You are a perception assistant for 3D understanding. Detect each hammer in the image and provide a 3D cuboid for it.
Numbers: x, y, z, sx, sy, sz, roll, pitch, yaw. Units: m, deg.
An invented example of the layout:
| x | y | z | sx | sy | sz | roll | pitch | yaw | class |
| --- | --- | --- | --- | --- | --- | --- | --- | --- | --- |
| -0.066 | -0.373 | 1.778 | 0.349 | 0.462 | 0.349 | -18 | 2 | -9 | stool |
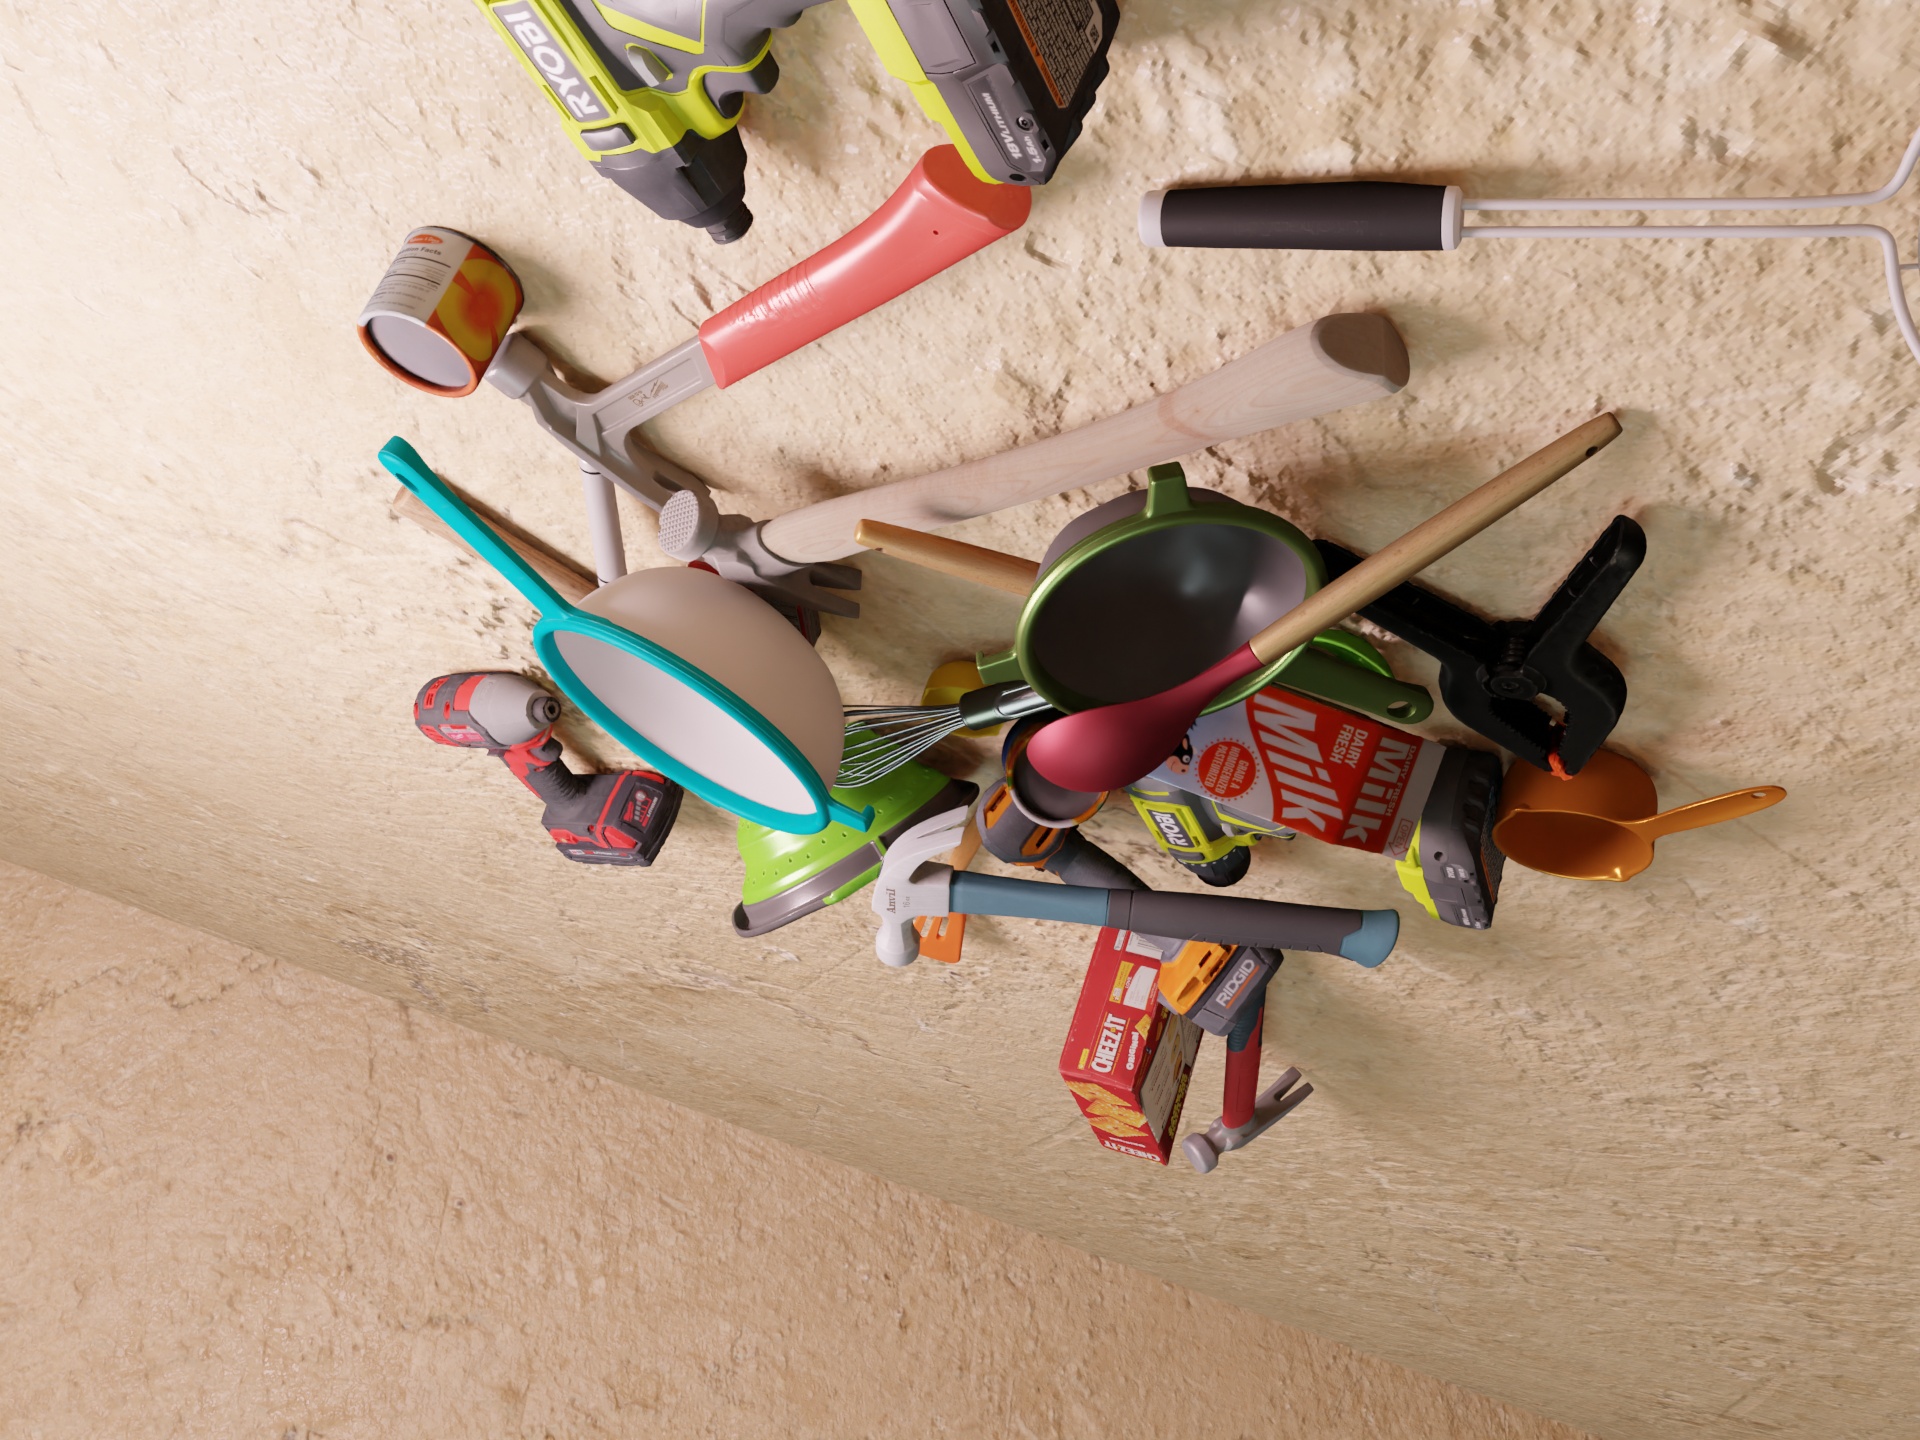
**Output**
| x | y | z | sx | sy | sz | roll | pitch | yaw | class |
| --- | --- | --- | --- | --- | --- | --- | --- | --- | --- |
| -0.239 | -0.070 | 1.108 | 0.331 | 0.031 | 0.130 | 34 | 151 | -28 | hammer |
| 0.033 | -0.120 | 0.800 | 0.411 | 0.038 | 0.146 | -11 | 160 | 40 | hammer |
| 0.264 | 0.277 | 1.410 | 0.038 | 0.143 | 0.385 | 47 | 160 | 34 | hammer |
| 0.108 | 0.121 | 1.013 | 0.331 | 0.033 | 0.128 | 5 | 131 | 6 | hammer |
| -0.093 | -0.184 | 0.777 | 0.149 | 0.037 | 0.359 | 36 | 150 | -32 | hammer |

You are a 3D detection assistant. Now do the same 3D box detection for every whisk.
| x | y | z | sx | sy | sz | roll | pitch | yaw | class |
| --- | --- | --- | --- | --- | --- | --- | --- | --- | --- |
| -0.002 | -0.003 | 1.002 | 0.246 | 0.059 | 0.057 | -16 | 107 | 26 | whisk |

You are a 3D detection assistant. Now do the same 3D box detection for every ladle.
| x | y | z | sx | sy | sz | roll | pitch | yaw | class |
| --- | --- | --- | --- | --- | --- | --- | --- | --- | --- |
| 0.160 | -0.046 | 0.738 | 0.315 | 0.031 | 0.069 | -35 | 139 | 25 | ladle |

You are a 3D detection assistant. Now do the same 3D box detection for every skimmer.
| x | y | z | sx | sy | sz | roll | pitch | yaw | class |
| --- | --- | --- | --- | --- | --- | --- | --- | --- | --- |
| 0.223 | -0.165 | 0.539 | 0.363 | 0.090 | 0.127 | 9 | 121 | 26 | skimmer |

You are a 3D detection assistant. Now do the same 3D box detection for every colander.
| x | y | z | sx | sy | sz | roll | pitch | yaw | class |
| --- | --- | --- | --- | --- | --- | --- | --- | --- | --- |
| -0.118 | 0.071 | 1.232 | 0.094 | 0.204 | 0.397 | 59 | 164 | -5 | colander |

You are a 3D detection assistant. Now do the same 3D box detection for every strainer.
| x | y | z | sx | sy | sz | roll | pitch | yaw | class |
| --- | --- | --- | --- | --- | --- | --- | --- | --- | --- |
| -0.185 | -0.067 | 0.939 | 0.211 | 0.095 | 0.340 | 4 | 144 | 52 | strainer |
| -0.223 | -0.085 | 1.014 | 0.087 | 0.050 | 0.258 | 22 | 141 | 15 | strainer |
| 0.139 | -0.055 | 0.798 | 0.256 | 0.069 | 0.151 | 16 | 135 | -31 | strainer |

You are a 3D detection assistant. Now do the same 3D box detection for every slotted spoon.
| x | y | z | sx | sy | sz | roll | pitch | yaw | class |
| --- | --- | --- | --- | --- | --- | --- | --- | --- | --- |
| 0.094 | -0.060 | 0.844 | 0.313 | 0.031 | 0.070 | 14 | 165 | -17 | slotted spoon |

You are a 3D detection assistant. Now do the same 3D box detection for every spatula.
| x | y | z | sx | sy | sz | roll | pitch | yaw | class |
| --- | --- | --- | --- | --- | --- | --- | --- | --- | --- |
| -0.007 | 0.134 | 1.344 | 0.081 | 0.041 | 0.322 | 20 | 154 | -2 | spatula |

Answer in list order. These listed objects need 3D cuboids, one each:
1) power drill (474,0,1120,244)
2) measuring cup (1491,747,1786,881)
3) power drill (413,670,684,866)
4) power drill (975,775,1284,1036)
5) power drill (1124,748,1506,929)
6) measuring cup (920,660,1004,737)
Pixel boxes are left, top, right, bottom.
| x | y | z | sx | sy | sz | roll | pitch | yaw | class |
| --- | --- | --- | --- | --- | --- | --- | --- | --- | --- |
| -0.064 | -0.251 | 0.584 | 0.223 | 0.080 | 0.171 | 6 | 151 | 33 | power drill |
| 0.379 | 0.040 | 0.887 | 0.095 | 0.052 | 0.173 | 30 | 151 | -22 | measuring cup |
| -0.341 | 0.036 | 1.341 | 0.143 | 0.079 | 0.219 | -1 | 145 | 34 | power drill |
| 0.110 | 0.121 | 1.131 | 0.226 | 0.084 | 0.164 | 37 | 178 | 5 | power drill |
| 0.226 | 0.069 | 1.019 | 0.228 | 0.080 | 0.190 | 7 | 154 | 28 | power drill |
| 0.035 | -0.034 | 1.013 | 0.062 | 0.029 | 0.156 | 33 | 139 | -26 | measuring cup |
